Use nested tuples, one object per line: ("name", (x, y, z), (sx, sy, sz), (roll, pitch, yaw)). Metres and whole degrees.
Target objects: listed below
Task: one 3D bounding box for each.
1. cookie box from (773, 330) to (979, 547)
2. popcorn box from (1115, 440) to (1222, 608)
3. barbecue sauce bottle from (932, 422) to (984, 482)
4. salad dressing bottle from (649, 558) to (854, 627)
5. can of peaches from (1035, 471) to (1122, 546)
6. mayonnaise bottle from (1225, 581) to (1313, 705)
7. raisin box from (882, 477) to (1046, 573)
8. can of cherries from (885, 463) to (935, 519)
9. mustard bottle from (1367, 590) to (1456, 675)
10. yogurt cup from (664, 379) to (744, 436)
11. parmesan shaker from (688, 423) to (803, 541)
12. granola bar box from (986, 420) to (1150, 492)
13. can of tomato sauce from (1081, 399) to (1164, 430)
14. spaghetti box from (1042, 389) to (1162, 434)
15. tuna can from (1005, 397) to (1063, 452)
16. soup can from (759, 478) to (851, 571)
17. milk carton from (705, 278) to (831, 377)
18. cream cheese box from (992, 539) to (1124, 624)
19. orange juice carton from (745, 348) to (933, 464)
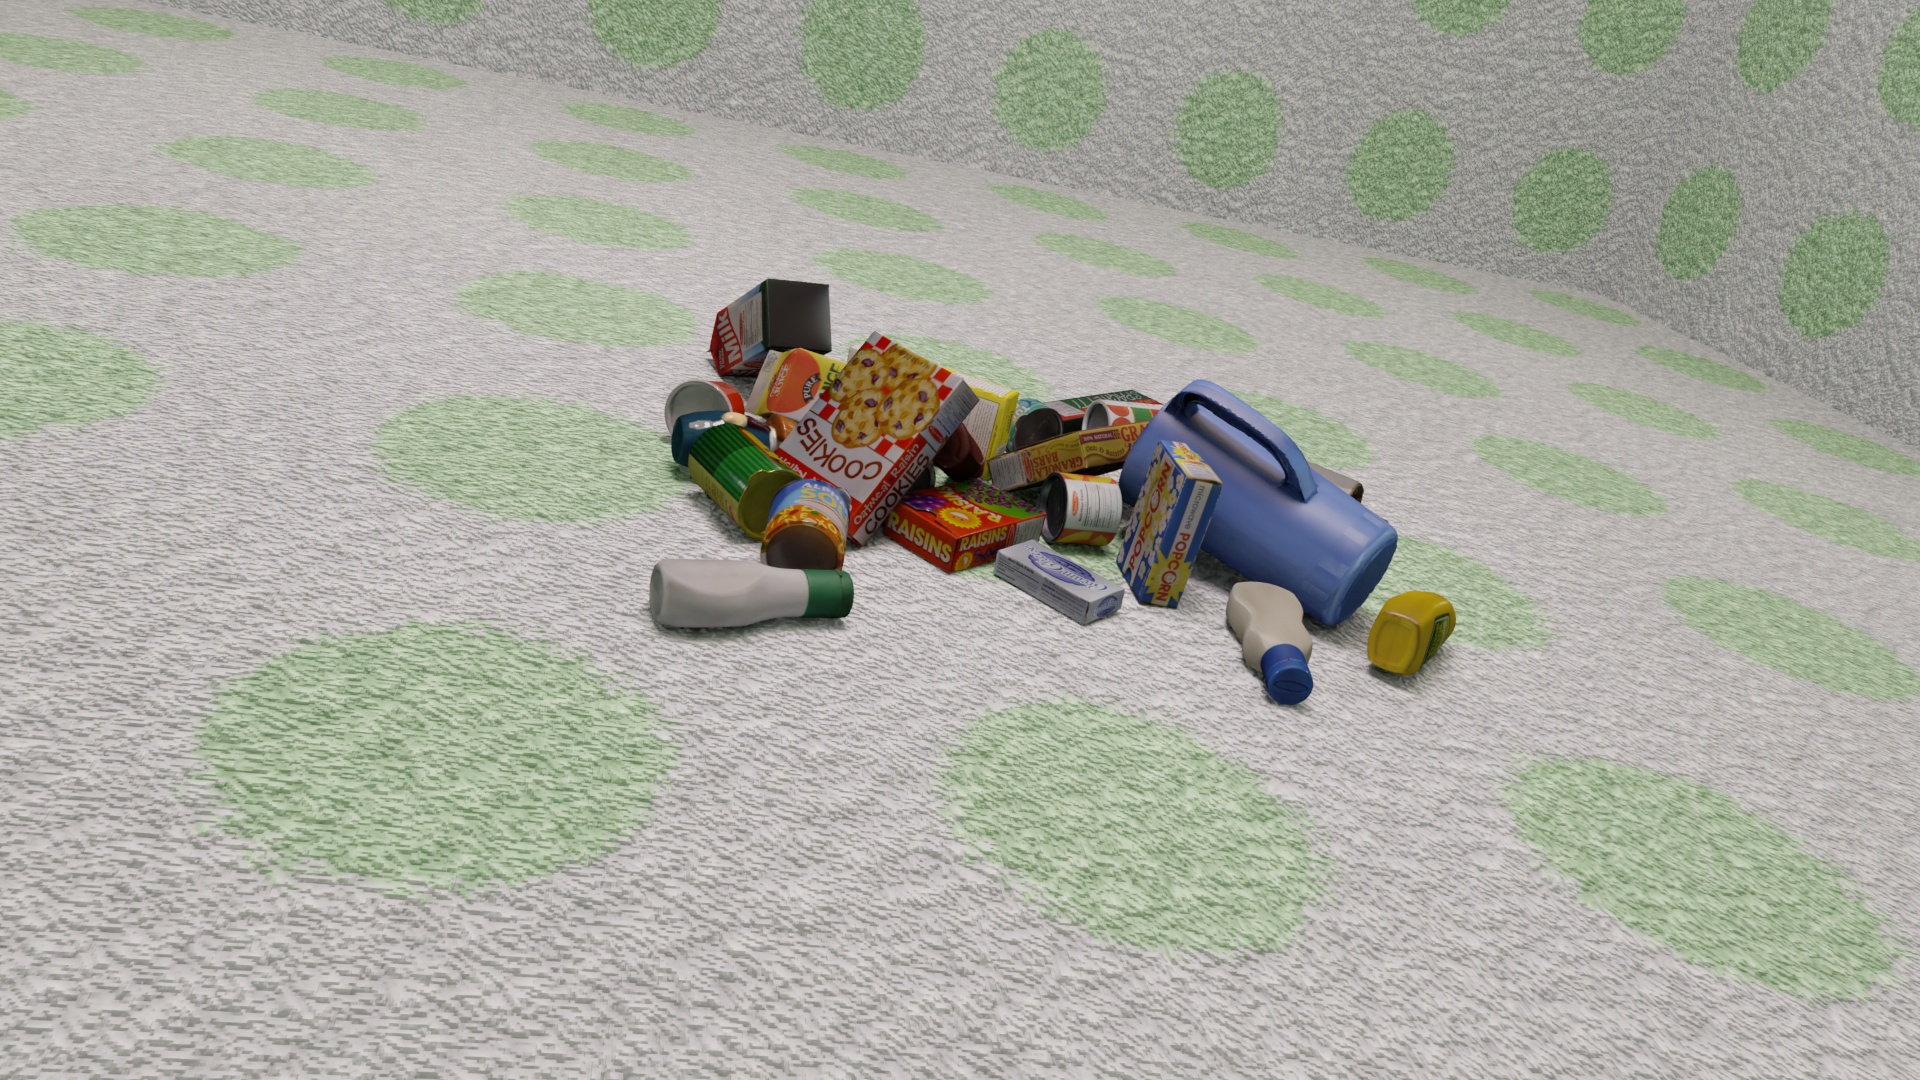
("cookie box", (-0.081, -0.091, 1.224), (0.123, 0.167, 0.040), (33, -9, 38))
("popcorn box", (0.183, -0.015, 1.230), (0.038, 0.126, 0.085), (11, 23, -15))
("barbecue sauce bottle", (-0.005, -0.084, 1.309), (0.065, 0.043, 0.148), (56, 3, 12))
("salad dressing bottle", (-0.153, 0.039, 1.029), (0.148, 0.043, 0.064), (2, 24, -28))
("can of peaches", (0.110, -0.029, 1.299), (0.058, 0.071, 0.071), (4, 25, -20))
("mayonnaise bottle", (0.262, 0.084, 1.159), (0.065, 0.041, 0.149), (11, 25, -3))
("raisin box", (0.004, -0.016, 1.242), (0.086, 0.040, 0.124), (31, 29, 33))
("can of cherries", (-0.067, -0.055, 1.265), (0.072, 0.071, 0.058), (-9, 33, -43))
("mustard bottle", (0.408, 0.074, 1.233), (0.049, 0.065, 0.161), (22, 21, 29))
("yogurt cup", (-0.239, -0.121, 1.317), (0.072, 0.072, 0.054), (17, 15, 8))
("parmesan shaker", (-0.183, -0.053, 1.183), (0.071, 0.071, 0.103), (-4, 29, -36))
("granola bar box", (0.127, -0.086, 1.388), (0.124, 0.039, 0.166), (-15, -2, 44))
("can of tomato sauce", (0.186, -0.119, 1.545), (0.083, 0.071, 0.071), (2, 26, -24))
("spaghetti box", (0.146, -0.146, 1.624), (0.050, 0.028, 0.251), (31, 29, 35))
("tuna can", (0.072, -0.117, 1.469), (0.071, 0.070, 0.033), (-4, 27, -35))
("soup can", (-0.121, -0.005, 1.110), (0.071, 0.071, 0.084), (11, 24, -7))
("milk carton", (-0.208, -0.219, 1.486), (0.072, 0.073, 0.190), (0, -6, -30))
("cream cheese box", (0.084, 0.035, 1.191), (0.104, 0.024, 0.053), (29, 29, 32))
("orange juice carton", (-0.114, -0.129, 1.360), (0.193, 0.072, 0.073), (19, -11, 12))
